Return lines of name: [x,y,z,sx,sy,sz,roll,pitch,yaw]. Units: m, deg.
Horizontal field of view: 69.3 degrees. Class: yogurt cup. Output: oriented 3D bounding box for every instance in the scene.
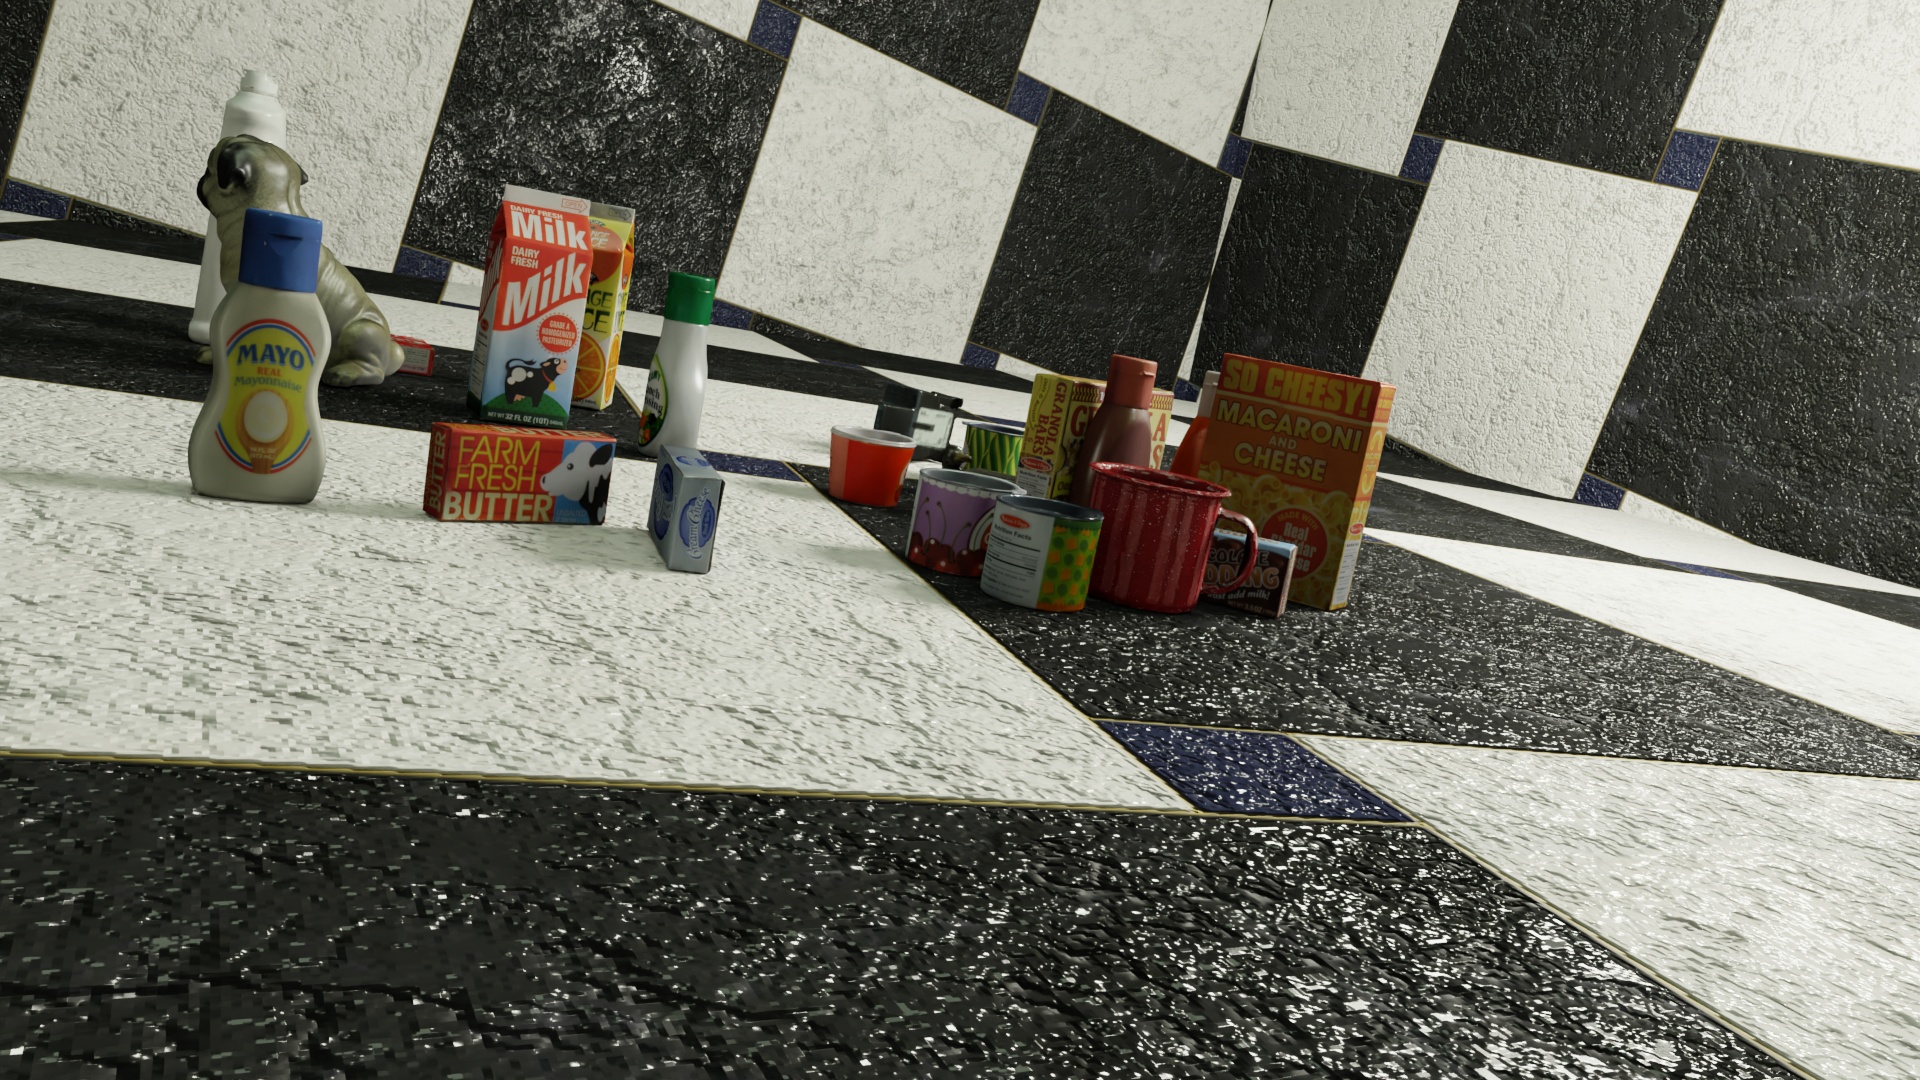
yogurt cup: [-0.072,-0.058,1.088,0.072,0.054,0.072,10,10,-2]

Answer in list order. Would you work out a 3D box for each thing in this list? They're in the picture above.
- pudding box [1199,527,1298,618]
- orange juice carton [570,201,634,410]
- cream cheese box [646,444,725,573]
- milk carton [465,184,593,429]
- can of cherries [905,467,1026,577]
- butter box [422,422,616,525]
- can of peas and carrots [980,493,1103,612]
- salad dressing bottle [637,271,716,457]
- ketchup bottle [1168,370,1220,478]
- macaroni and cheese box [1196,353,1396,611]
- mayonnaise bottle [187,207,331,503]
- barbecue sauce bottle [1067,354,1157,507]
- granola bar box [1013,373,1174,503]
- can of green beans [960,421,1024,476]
pudding box: [0.182,0.018,0.945,0.084,0.049,0.030,14,10,19]
orange juice carton: [-0.360,-0.226,1.325,0.072,0.192,0.073,10,9,-7]
cream cheese box: [-0.156,-0.019,0.785,0.024,0.053,0.104,7,10,-21]
milk carton: [-0.356,-0.194,1.153,0.072,0.190,0.073,5,11,-30]
can of cherries: [0.003,-0.011,0.894,0.071,0.058,0.071,11,10,-2]
butter box: [-0.248,-0.037,0.788,0.104,0.053,0.024,1,13,-44]
can of peas and carrots: [0.051,0.007,0.842,0.071,0.058,0.071,11,10,-2]
salad dressing bottle: [-0.226,-0.140,1.113,0.044,0.147,0.064,5,11,-31]
ketchup bottle: [0.204,-0.064,1.143,0.065,0.148,0.043,15,10,26]
macaroni and cheese box: [0.238,-0.045,1.023,0.124,0.166,0.040,17,11,32]
mayonnaise bottle: [-0.358,-0.095,0.720,0.065,0.147,0.041,5,11,-30]
barbecue sauce bottle: [0.123,-0.070,1.092,0.065,0.148,0.044,3,12,-39]
granola bar box: [0.111,-0.070,1.150,0.039,0.124,0.166,17,12,35]
can of green beans: [0.033,-0.076,1.290,0.071,0.057,0.071,11,10,-2]
